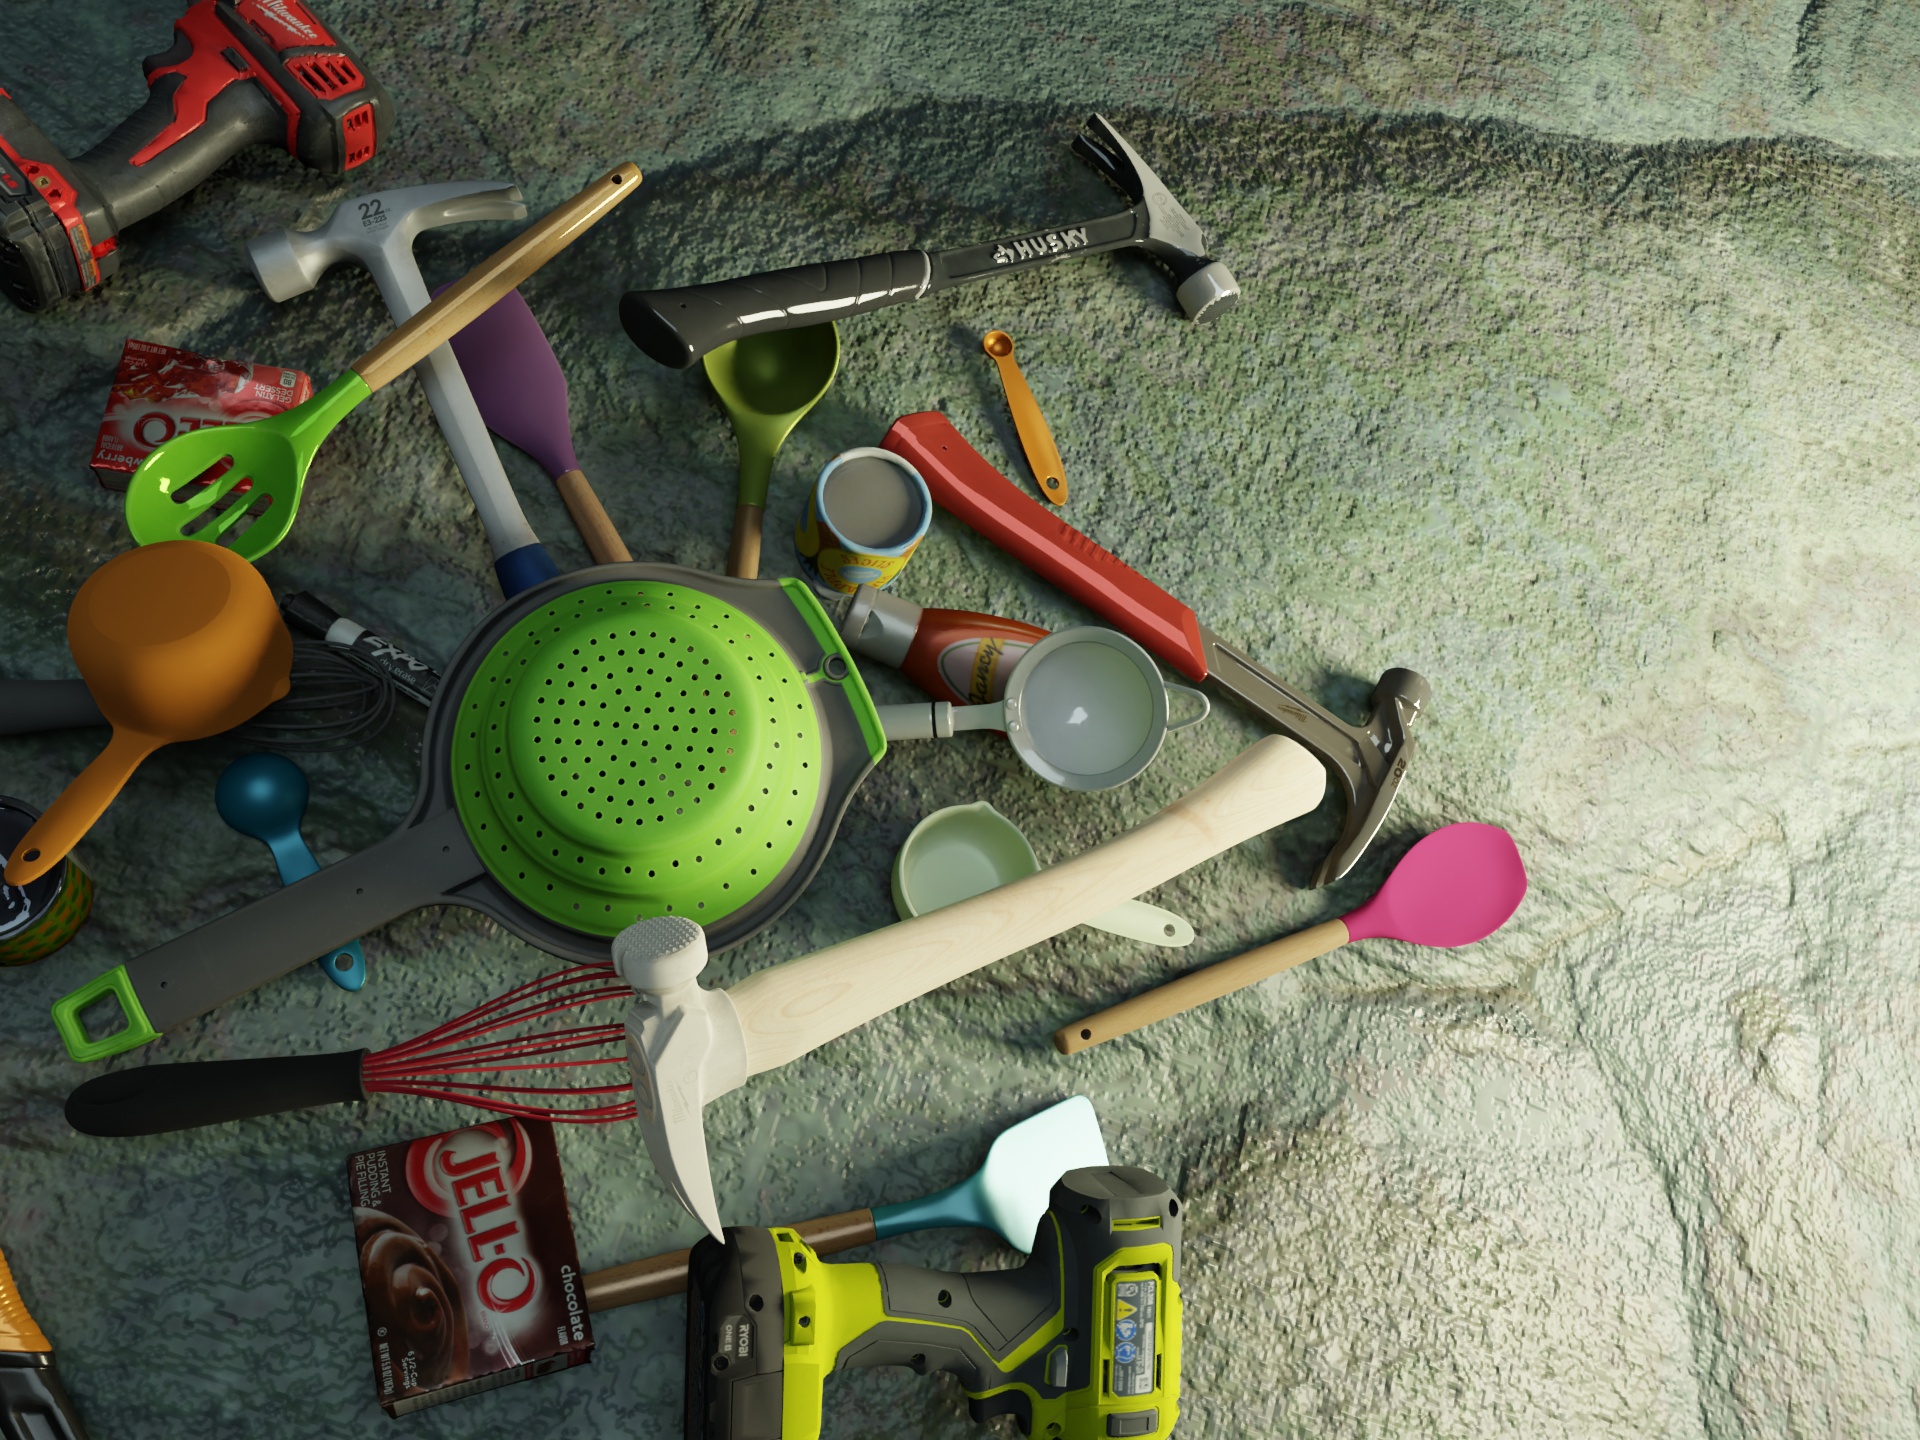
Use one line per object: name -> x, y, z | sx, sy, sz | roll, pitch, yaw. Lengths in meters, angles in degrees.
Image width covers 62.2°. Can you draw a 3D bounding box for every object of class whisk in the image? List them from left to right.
whisk -> -0.392, -0.006, 0.749 | 0.239, 0.055, 0.055 | -3, 73, -13
whisk -> -0.245, 0.156, 0.712 | 0.296, 0.073, 0.073 | -6, 73, -6

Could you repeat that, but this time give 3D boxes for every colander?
colander -> -0.221, 0.047, 0.721 | 0.397, 0.094, 0.204 | -27, 84, -14

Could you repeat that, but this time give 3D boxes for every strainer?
strainer -> -0.001, -0.003, 0.836 | 0.258, 0.050, 0.087 | -3, 96, 4

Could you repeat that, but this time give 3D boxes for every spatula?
spatula -> -0.201, -0.109, 0.855 | 0.060, 0.018, 0.316 | -28, 81, -15
spatula -> -0.069, 0.252, 0.769 | 0.317, 0.044, 0.082 | -9, 75, -15

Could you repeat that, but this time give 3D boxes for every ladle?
ladle -> -0.115, -0.094, 0.845 | 0.078, 0.062, 0.320 | 6, 67, -5

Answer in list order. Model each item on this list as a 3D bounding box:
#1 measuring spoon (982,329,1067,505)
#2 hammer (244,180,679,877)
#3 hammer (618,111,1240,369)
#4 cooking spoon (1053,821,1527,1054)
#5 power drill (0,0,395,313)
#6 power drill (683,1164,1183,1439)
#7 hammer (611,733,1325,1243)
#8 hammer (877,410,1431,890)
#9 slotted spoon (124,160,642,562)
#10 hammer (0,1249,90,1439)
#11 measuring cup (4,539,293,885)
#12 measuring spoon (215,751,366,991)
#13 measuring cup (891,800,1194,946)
measuring spoon -> 0.039, -0.181, 0.959 | 0.021, 0.011, 0.117 | -17, 81, -22
hammer -> -0.228, -0.098, 0.822 | 0.144, 0.035, 0.405 | -24, 82, -8
hammer -> -0.011, -0.263, 0.910 | 0.409, 0.036, 0.149 | -23, 78, -36
cooking spoon -> 0.193, 0.126, 0.893 | 0.319, 0.017, 0.069 | -17, 86, -22
power drill -> -0.428, -0.321, 0.830 | 0.220, 0.078, 0.143 | -40, 87, -27
power drill -> -0.007, 0.309, 0.726 | 0.228, 0.080, 0.190 | 1, 91, -16
hammer -> 0.030, 0.101, 0.772 | 0.410, 0.038, 0.146 | -20, 115, -33
hammer -> 0.102, -0.056, 0.919 | 0.359, 0.036, 0.149 | 34, 65, -4
slotted spoon -> -0.279, -0.185, 0.799 | 0.314, 0.031, 0.070 | -44, 97, -15
hammer -> -0.402, 0.238, 0.664 | 0.127, 0.034, 0.337 | -32, 83, -23
measuring cup -> -0.365, -0.009, 0.691 | 0.095, 0.052, 0.174 | 15, 50, 6
measuring spoon -> -0.314, 0.070, 0.755 | 0.042, 0.021, 0.129 | -26, 80, -23
measuring cup -> 0.042, 0.098, 0.848 | 0.167, 0.038, 0.083 | 16, 68, -13
